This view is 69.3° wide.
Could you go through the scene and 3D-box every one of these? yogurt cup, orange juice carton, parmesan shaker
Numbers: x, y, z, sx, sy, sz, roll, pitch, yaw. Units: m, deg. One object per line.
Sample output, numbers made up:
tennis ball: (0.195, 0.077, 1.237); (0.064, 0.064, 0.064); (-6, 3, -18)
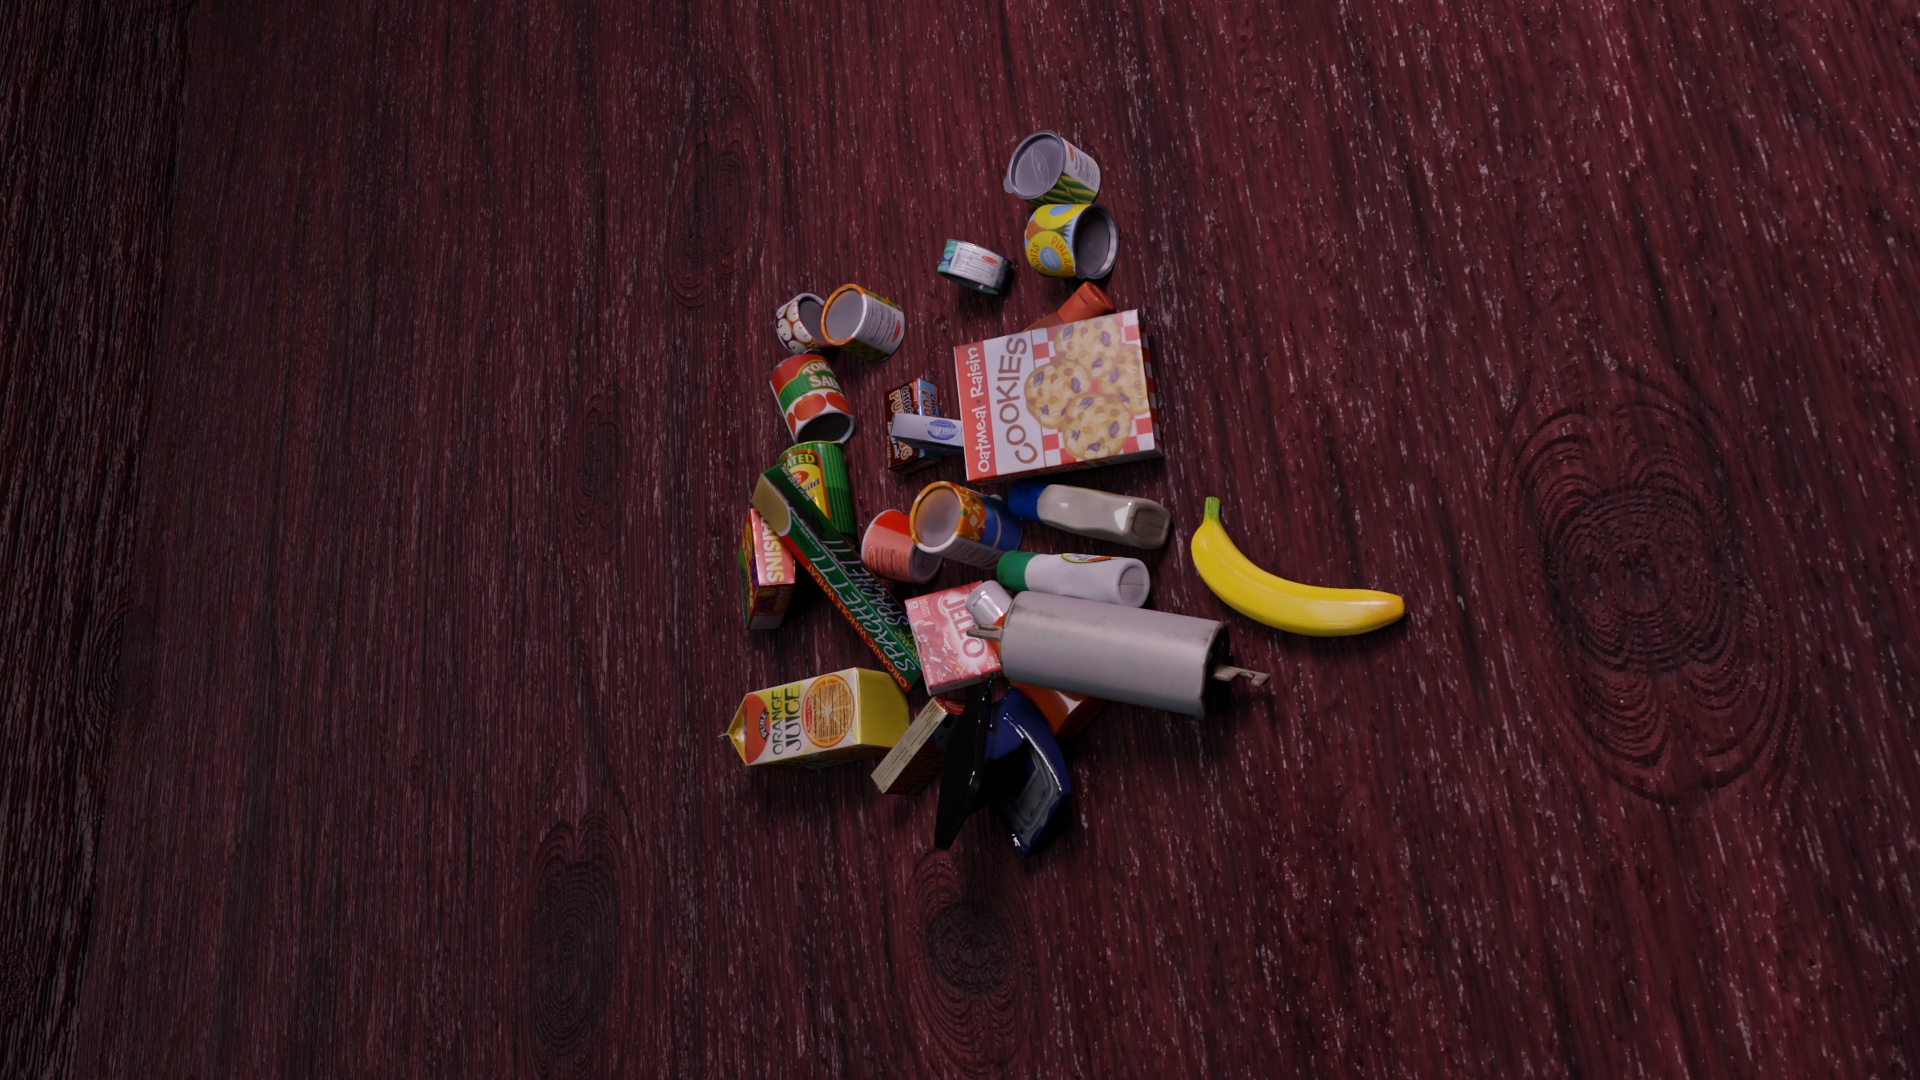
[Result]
yogurt cup: (-0.052, 0.009, 1.304); (0.054, 0.072, 0.072); (16, 89, 34)
orange juice carton: (-0.143, 0.177, 1.330); (0.192, 0.072, 0.073); (-17, 68, 36)
parmesan shaker: (-0.140, -0.040, 1.390); (0.071, 0.071, 0.103); (-28, 62, 32)

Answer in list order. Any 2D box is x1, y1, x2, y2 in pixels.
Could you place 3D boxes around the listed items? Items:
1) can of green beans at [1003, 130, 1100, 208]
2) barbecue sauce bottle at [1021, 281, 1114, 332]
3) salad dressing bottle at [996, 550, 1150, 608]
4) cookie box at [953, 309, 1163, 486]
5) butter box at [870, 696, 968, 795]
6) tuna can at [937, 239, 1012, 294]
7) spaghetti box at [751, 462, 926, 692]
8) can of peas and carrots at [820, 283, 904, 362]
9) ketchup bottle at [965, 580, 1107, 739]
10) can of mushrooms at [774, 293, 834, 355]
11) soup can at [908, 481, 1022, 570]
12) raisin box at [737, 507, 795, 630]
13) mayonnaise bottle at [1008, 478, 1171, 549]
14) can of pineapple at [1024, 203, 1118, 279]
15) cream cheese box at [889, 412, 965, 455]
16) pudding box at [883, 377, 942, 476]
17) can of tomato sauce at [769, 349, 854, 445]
can of green beans: (0.086, -0.336, 1.281); (0.071, 0.058, 0.071); (-12, 71, 38)
barbecue sauce bottle: (0.076, -0.169, 1.255); (0.148, 0.044, 0.065); (-44, 59, 23)
salad dressing bottle: (0.092, 0.032, 1.178); (0.147, 0.064, 0.044); (6, 92, 49)
cookie box: (0.083, -0.120, 1.198); (0.167, 0.040, 0.123); (-9, 80, 19)
butter box: (-0.031, 0.185, 1.245); (0.103, 0.053, 0.024); (-53, 54, 18)
tuna can: (0.013, -0.259, 1.320); (0.071, 0.071, 0.033); (22, 94, 42)
spaghetti box: (-0.108, 0.034, 1.300); (0.250, 0.029, 0.050); (49, 144, 15)
can of peas and carrots: (-0.101, -0.221, 1.411); (0.071, 0.059, 0.071); (-12, 70, 38)
ketchup bottle: (0.060, 0.096, 1.183); (0.064, 0.043, 0.149); (-50, 60, 15)
can of mushrooms: (-0.159, -0.222, 1.457); (0.033, 0.071, 0.071); (-27, 62, 32)
soup can: (0.004, -0.016, 1.248); (0.071, 0.084, 0.071); (-13, 70, 38)
raisin box: (-0.195, 0.030, 1.397); (0.122, 0.040, 0.086); (119, 145, -61)
mayonnaise bottle: (0.104, -0.025, 1.181); (0.148, 0.065, 0.041); (15, 89, 46)
can of pineapple: (0.099, -0.267, 1.245); (0.058, 0.071, 0.071); (12, 87, 43)
cream cheese box: (-0.007, -0.095, 1.280); (0.104, 0.053, 0.024); (10, 86, 22)
pudding box: (-0.046, -0.110, 1.353); (0.049, 0.030, 0.084); (-16, 68, 36)
can of tomato sauce: (-0.151, -0.142, 1.427); (0.071, 0.071, 0.083); (-42, 56, 25)
